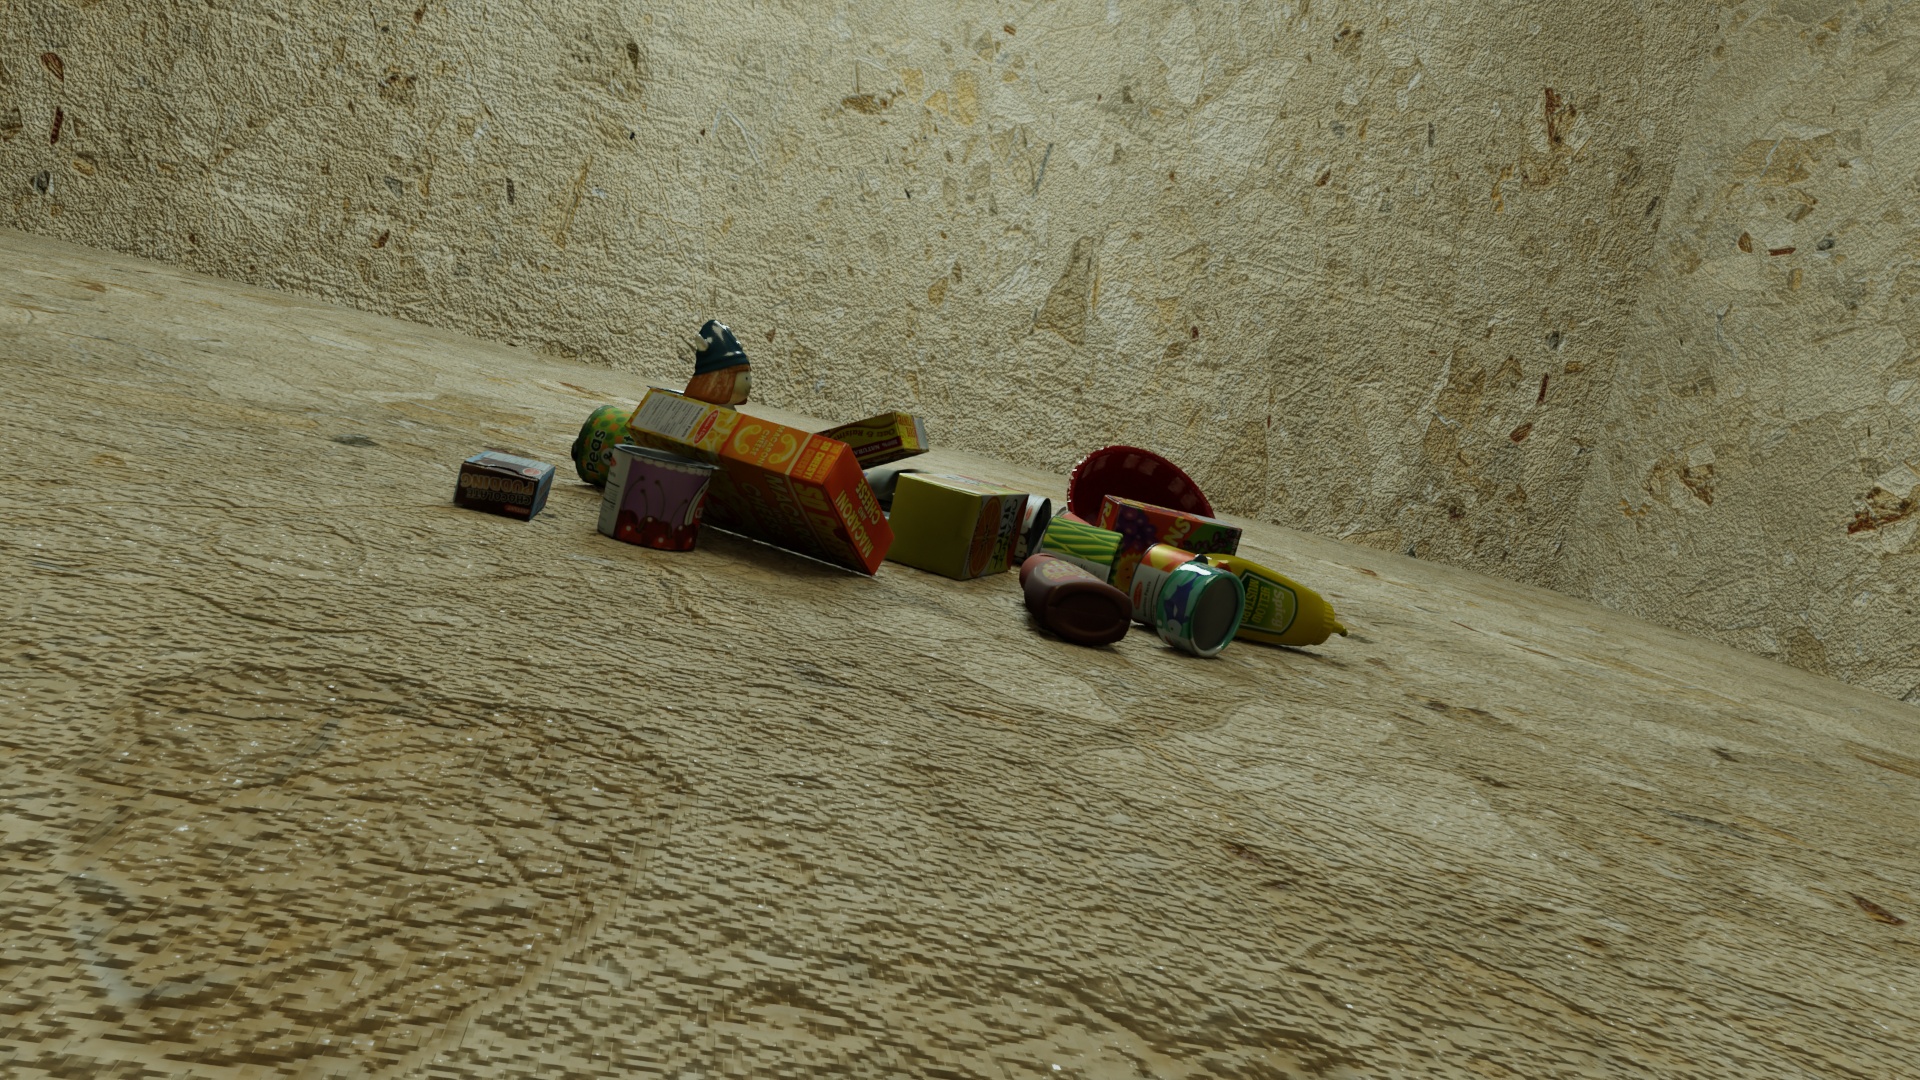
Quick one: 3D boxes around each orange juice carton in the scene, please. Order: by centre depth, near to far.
[{"bbox_3d":[0.004,-0.015,1.185,0.073,0.071,0.193,16,7,16],"label":"orange juice carton"}]

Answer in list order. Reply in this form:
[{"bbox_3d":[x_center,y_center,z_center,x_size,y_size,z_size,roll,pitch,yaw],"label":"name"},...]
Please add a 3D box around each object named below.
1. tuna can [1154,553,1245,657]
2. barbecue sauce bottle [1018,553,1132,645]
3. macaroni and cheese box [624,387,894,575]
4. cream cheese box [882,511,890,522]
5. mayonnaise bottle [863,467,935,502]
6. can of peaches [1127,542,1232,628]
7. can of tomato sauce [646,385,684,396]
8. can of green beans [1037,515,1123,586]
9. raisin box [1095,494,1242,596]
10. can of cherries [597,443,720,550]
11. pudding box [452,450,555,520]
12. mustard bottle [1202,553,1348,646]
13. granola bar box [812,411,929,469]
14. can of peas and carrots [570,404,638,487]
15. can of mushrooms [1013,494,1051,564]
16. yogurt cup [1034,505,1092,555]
[{"bbox_3d":[0.175,0.047,1.008,0.071,0.071,0.033,8,9,-45],"label":"tuna can"},{"bbox_3d":[0.074,0.038,0.994,0.065,0.043,0.148,11,6,-11],"label":"barbecue sauce bottle"},{"bbox_3d":[-0.141,-0.040,0.990,0.166,0.040,0.123,17,-26,24],"label":"macaroni and cheese box"},{"bbox_3d":[-0.096,-0.018,1.210,0.104,0.024,0.053,13,7,-10],"label":"cream cheese box"},{"bbox_3d":[-0.065,-0.047,1.381,0.064,0.041,0.148,40,-18,-33],"label":"mayonnaise bottle"},{"bbox_3d":[0.173,0.040,1.078,0.058,0.071,0.071,18,7,34],"label":"can of peaches"},{"bbox_3d":[-0.254,-0.091,1.242,0.071,0.083,0.071,13,6,-1],"label":"can of tomato sauce"},{"bbox_3d":[0.093,0.019,1.100,0.058,0.071,0.071,15,6,12],"label":"can of green beans"},{"bbox_3d":[0.178,0.015,1.230,0.123,0.086,0.040,12,11,-17],"label":"raisin box"},{"bbox_3d":[-0.200,-0.028,0.923,0.071,0.058,0.071,13,5,-1],"label":"can of cherries"},{"bbox_3d":[-0.300,-0.038,0.917,0.050,0.030,0.084,14,6,-11],"label":"pudding box"},{"bbox_3d":[0.261,0.056,1.159,0.160,0.065,0.049,16,1,-19],"label":"mustard bottle"},{"bbox_3d":[-0.122,-0.080,1.312,0.165,0.039,0.124,-14,0,10],"label":"granola bar box"},{"bbox_3d":[-0.267,-0.070,1.114,0.059,0.071,0.071,16,6,16],"label":"can of peas and carrots"},{"bbox_3d":[0.059,-0.010,1.302,0.033,0.071,0.071,14,6,16],"label":"can of mushrooms"},{"bbox_3d":[0.098,0.015,1.169,0.054,0.072,0.072,25,9,20],"label":"yogurt cup"}]
